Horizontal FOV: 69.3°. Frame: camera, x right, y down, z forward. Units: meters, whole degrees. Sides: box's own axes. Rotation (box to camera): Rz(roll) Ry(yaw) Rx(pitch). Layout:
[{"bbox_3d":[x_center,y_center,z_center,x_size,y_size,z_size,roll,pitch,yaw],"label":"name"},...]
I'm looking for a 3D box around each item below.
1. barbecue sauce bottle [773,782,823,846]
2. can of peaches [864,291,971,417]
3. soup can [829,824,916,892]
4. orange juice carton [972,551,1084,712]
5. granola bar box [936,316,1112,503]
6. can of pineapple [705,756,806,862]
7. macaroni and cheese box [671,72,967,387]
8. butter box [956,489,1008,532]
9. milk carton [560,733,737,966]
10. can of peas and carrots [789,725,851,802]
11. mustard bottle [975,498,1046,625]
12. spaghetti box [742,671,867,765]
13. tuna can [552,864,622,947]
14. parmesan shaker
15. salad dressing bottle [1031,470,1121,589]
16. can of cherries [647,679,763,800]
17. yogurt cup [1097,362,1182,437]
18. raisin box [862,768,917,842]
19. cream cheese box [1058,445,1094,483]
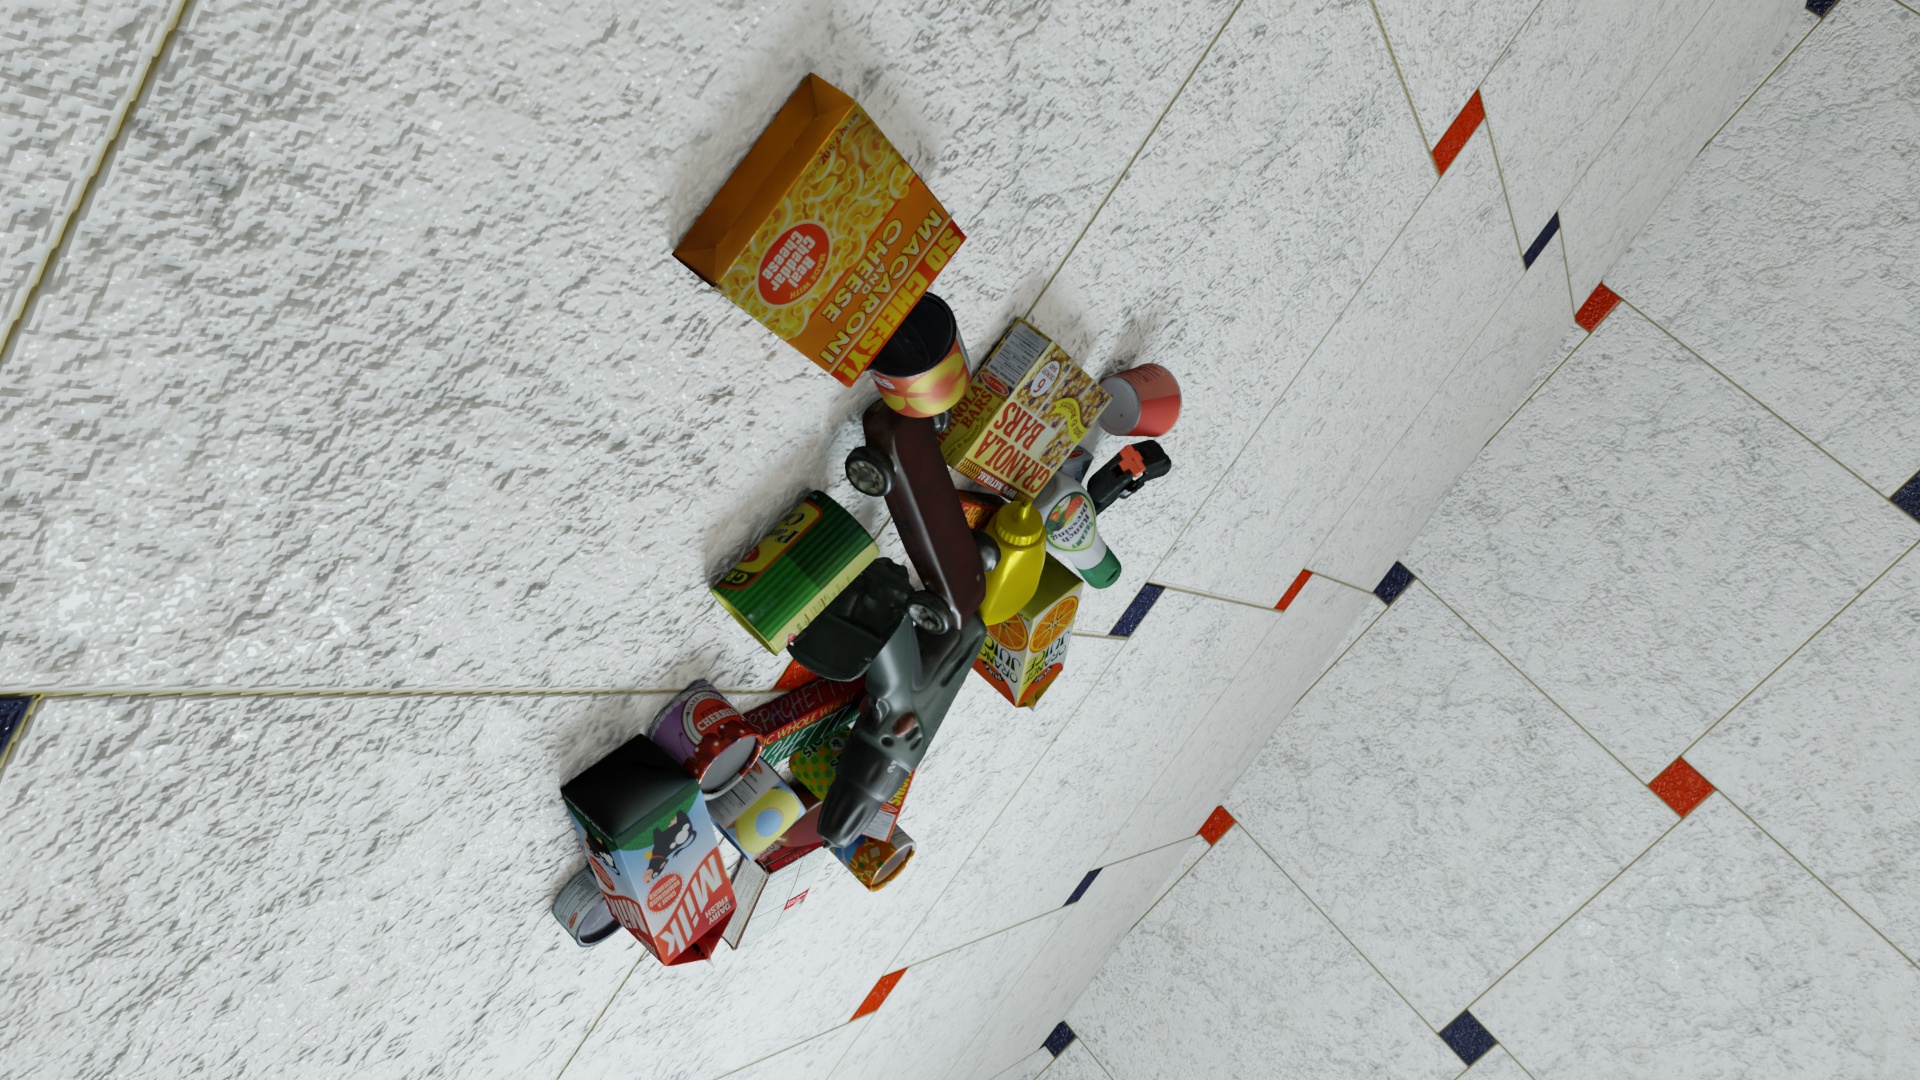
[{"bbox_3d":[-0.152,0.250,1.263,0.064,0.044,0.148,-59,154,12],"label":"barbecue sauce bottle"},{"bbox_3d":[-0.032,-0.121,0.916,0.071,0.071,0.058,-47,156,-9],"label":"can of peaches"},{"bbox_3d":[-0.096,0.299,1.379,0.071,0.084,0.071,-39,154,-23],"label":"soup can"},{"bbox_3d":[0.060,0.095,1.376,0.073,0.072,0.191,-35,151,-30],"label":"orange juice carton"},{"bbox_3d":[0.050,-0.098,1.122,0.124,0.039,0.165,-53,156,5],"label":"granola bar box"},{"bbox_3d":[-0.162,0.207,1.079,0.058,0.071,0.070,-42,154,-18],"label":"can of pineapple"},{"bbox_3d":[-0.074,-0.171,0.800,0.123,0.040,0.166,-52,156,2],"label":"macaroni and cheese box"},{"bbox_3d":[0.004,-0.015,1.180,0.053,0.024,0.103,-56,155,14],"label":"butter box"},{"bbox_3d":[-0.225,0.244,1.035,0.074,0.072,0.189,-36,137,-31],"label":"milk carton"},{"bbox_3d":[-0.110,0.200,1.244,0.071,0.059,0.070,-39,153,-25],"label":"can of peas and carrots"},{"bbox_3d":[0.042,0.010,1.182,0.065,0.049,0.159,-25,152,-28],"label":"mustard bottle"},{"bbox_3d":[-0.127,0.147,1.176,0.251,0.029,0.050,-24,144,-46],"label":"spaghetti box"},{"bbox_3d":[-0.283,0.284,1.094,0.071,0.033,0.070,-39,153,-24],"label":"tuna can"},{"bbox_3d":[-0.116,0.022,0.975,0.103,0.071,0.071,-45,156,-13],"label":"parmesan shaker"},{"bbox_3d":[0.102,-0.007,1.255,0.064,0.044,0.147,-48,137,-6],"label":"salad dressing bottle"},{"bbox_3d":[-0.189,0.149,1.034,0.072,0.058,0.071,-39,154,-23],"label":"can of cherries"},{"bbox_3d":[0.157,-0.123,1.245,0.054,0.072,0.072,-13,137,-42],"label":"yogurt cup"},{"bbox_3d":[-0.063,0.216,1.332,0.086,0.040,0.122,-71,-179,-54],"label":"raisin box"},{"bbox_3d":[0.081,-0.037,1.282,0.053,0.024,0.103,-17,139,-50],"label":"cream cheese box"}]
